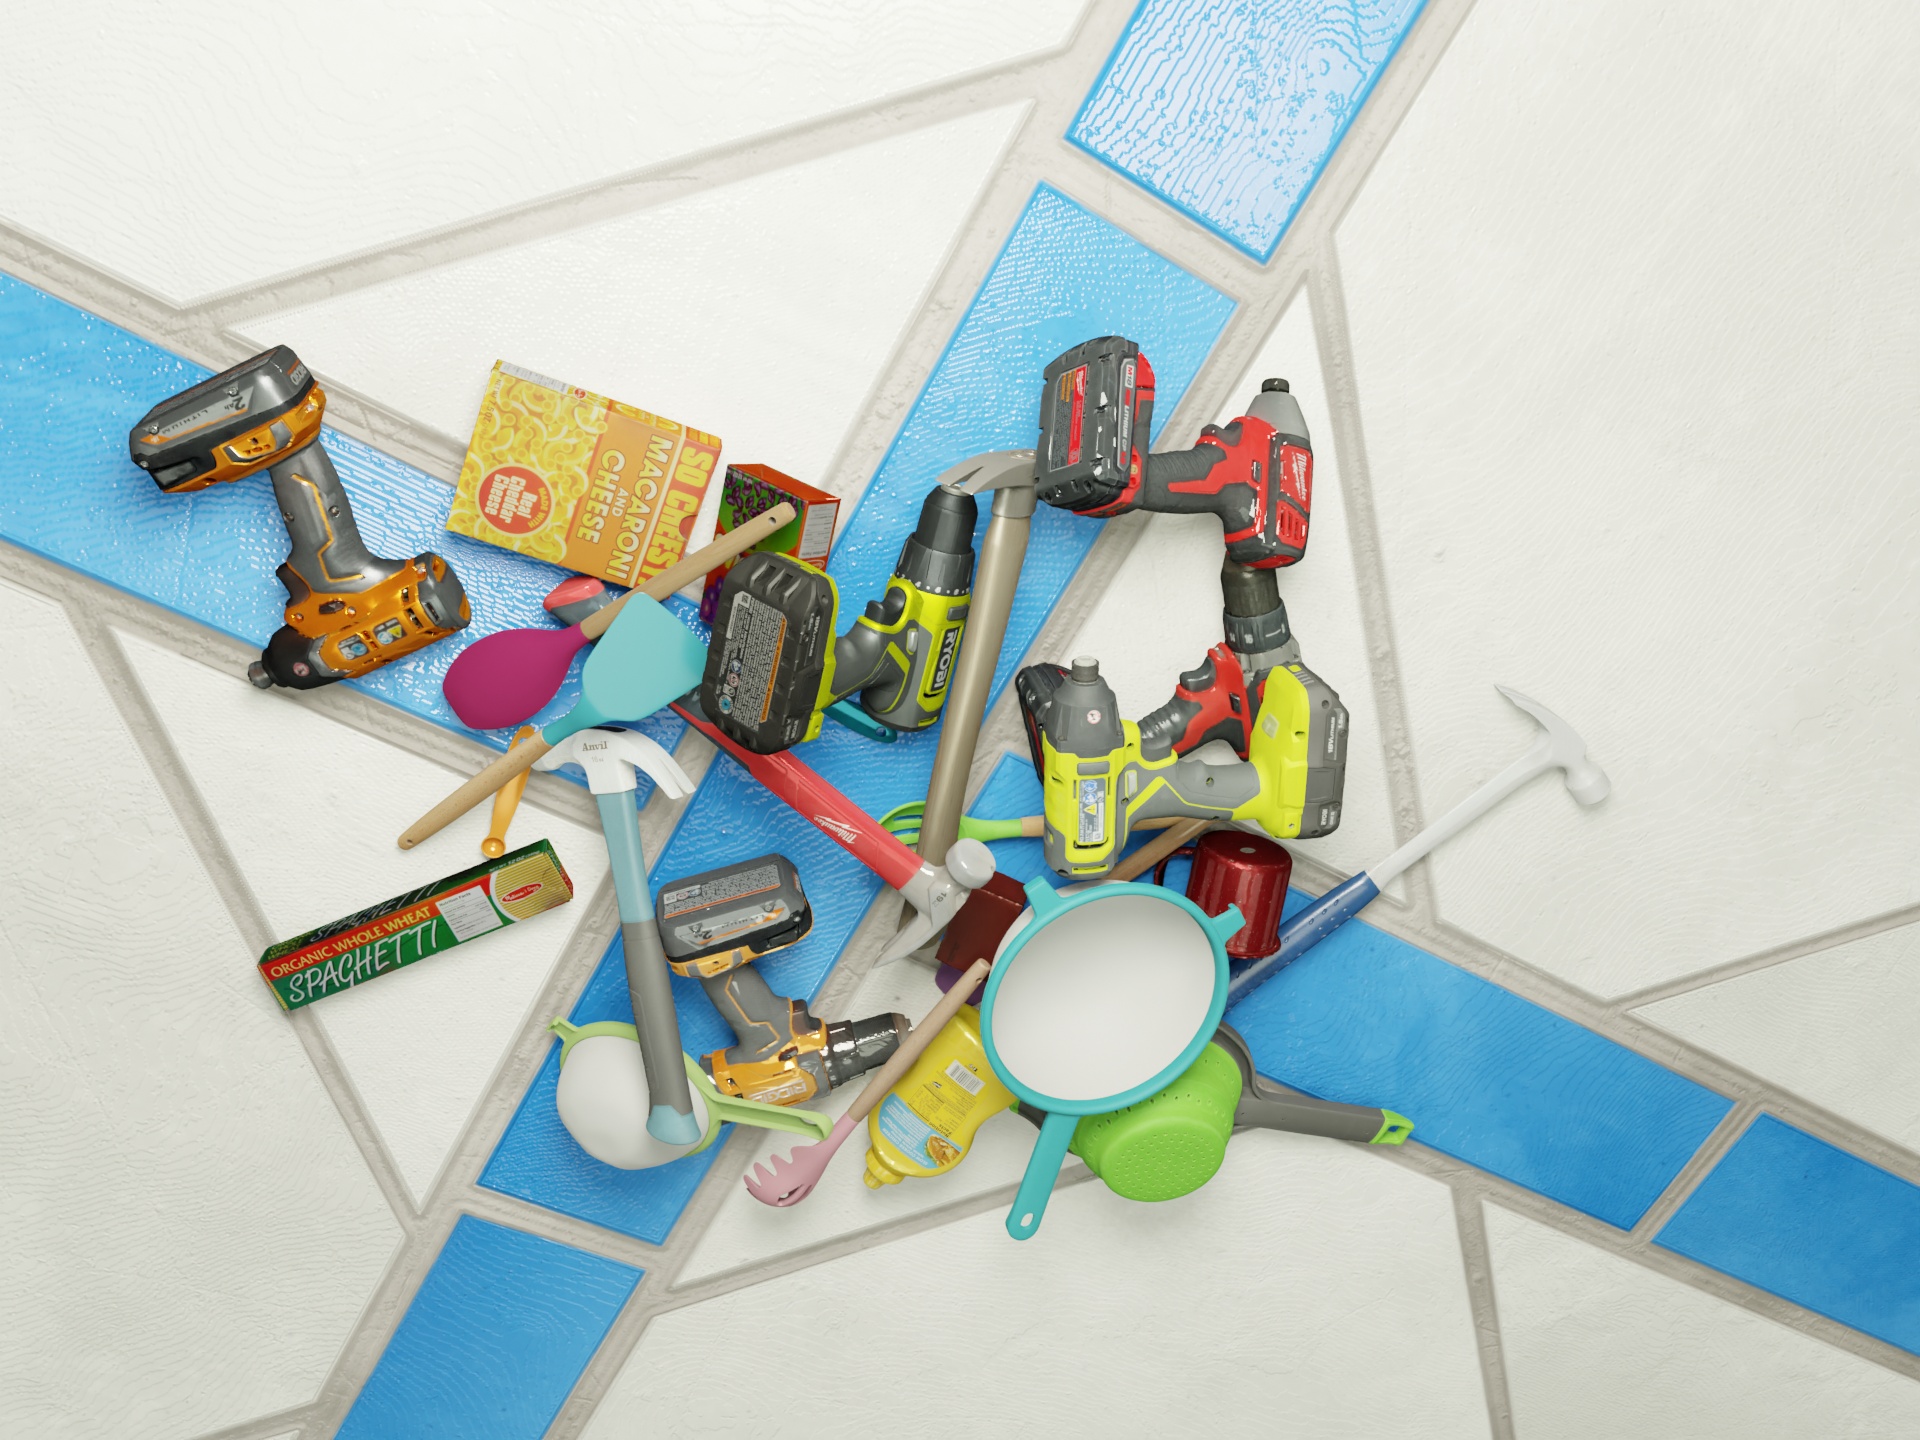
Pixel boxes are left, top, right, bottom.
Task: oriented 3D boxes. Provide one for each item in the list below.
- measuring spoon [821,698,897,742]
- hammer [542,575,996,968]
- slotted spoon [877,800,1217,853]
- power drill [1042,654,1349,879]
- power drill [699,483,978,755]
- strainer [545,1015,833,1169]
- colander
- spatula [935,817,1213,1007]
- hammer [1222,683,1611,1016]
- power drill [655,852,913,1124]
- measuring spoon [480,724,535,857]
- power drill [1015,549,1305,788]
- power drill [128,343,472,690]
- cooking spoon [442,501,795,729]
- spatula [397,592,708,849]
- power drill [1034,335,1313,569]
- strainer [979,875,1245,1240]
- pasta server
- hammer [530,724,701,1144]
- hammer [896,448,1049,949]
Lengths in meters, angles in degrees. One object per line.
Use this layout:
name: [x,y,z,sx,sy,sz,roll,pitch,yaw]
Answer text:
measuring spoon: [-0.104,-0.010,1.254,0.128,0.021,0.042,28,107,-18]
hammer: [-0.162,0.034,1.208,0.386,0.038,0.143,39,124,-6]
slotted spoon: [0.075,0.089,1.326,0.313,0.031,0.070,-4,114,-10]
power drill: [0.173,0.027,1.207,0.223,0.080,0.171,-5,114,-10]
power drill: [-0.072,-0.073,1.145,0.080,0.228,0.190,27,115,28]
strainer: [-0.230,0.330,1.297,0.256,0.069,0.151,4,123,22]
colander: [0.245,0.371,1.425,0.397,0.095,0.204,12,123,-18]
spatula: [0.109,0.147,1.351,0.316,0.018,0.059,-36,109,14]
hammer: [0.364,0.129,1.385,0.405,0.035,0.144,-38,114,9]
power drill: [-0.144,0.224,1.324,0.185,0.084,0.226,-15,119,-5]
measuring spoon: [-0.355,0.055,1.252,0.021,0.011,0.117,16,107,-15]
power drill: [0.163,-0.030,1.262,0.226,0.080,0.187,-16,115,-5]
power drill: [-0.472,-0.127,1.114,0.164,0.084,0.226,-25,119,3]
cooking spoon: [-0.250,-0.076,1.144,0.319,0.017,0.068,-27,102,19]
spatula: [-0.319,0.019,1.190,0.317,0.044,0.082,-31,118,27]
power drill: [0.166,-0.198,1.152,0.219,0.078,0.143,10,82,-32]
strainer: [0.087,0.267,1.319,0.211,0.095,0.340,10,110,-21]
pasta server: [-0.077,0.310,1.344,0.060,0.040,0.316,20,115,-45]
hammer: [-0.247,0.166,1.225,0.128,0.033,0.331,-6,97,23]
hammer: [-0.002,-0.004,1.206,0.038,0.146,0.410,25,115,28]
